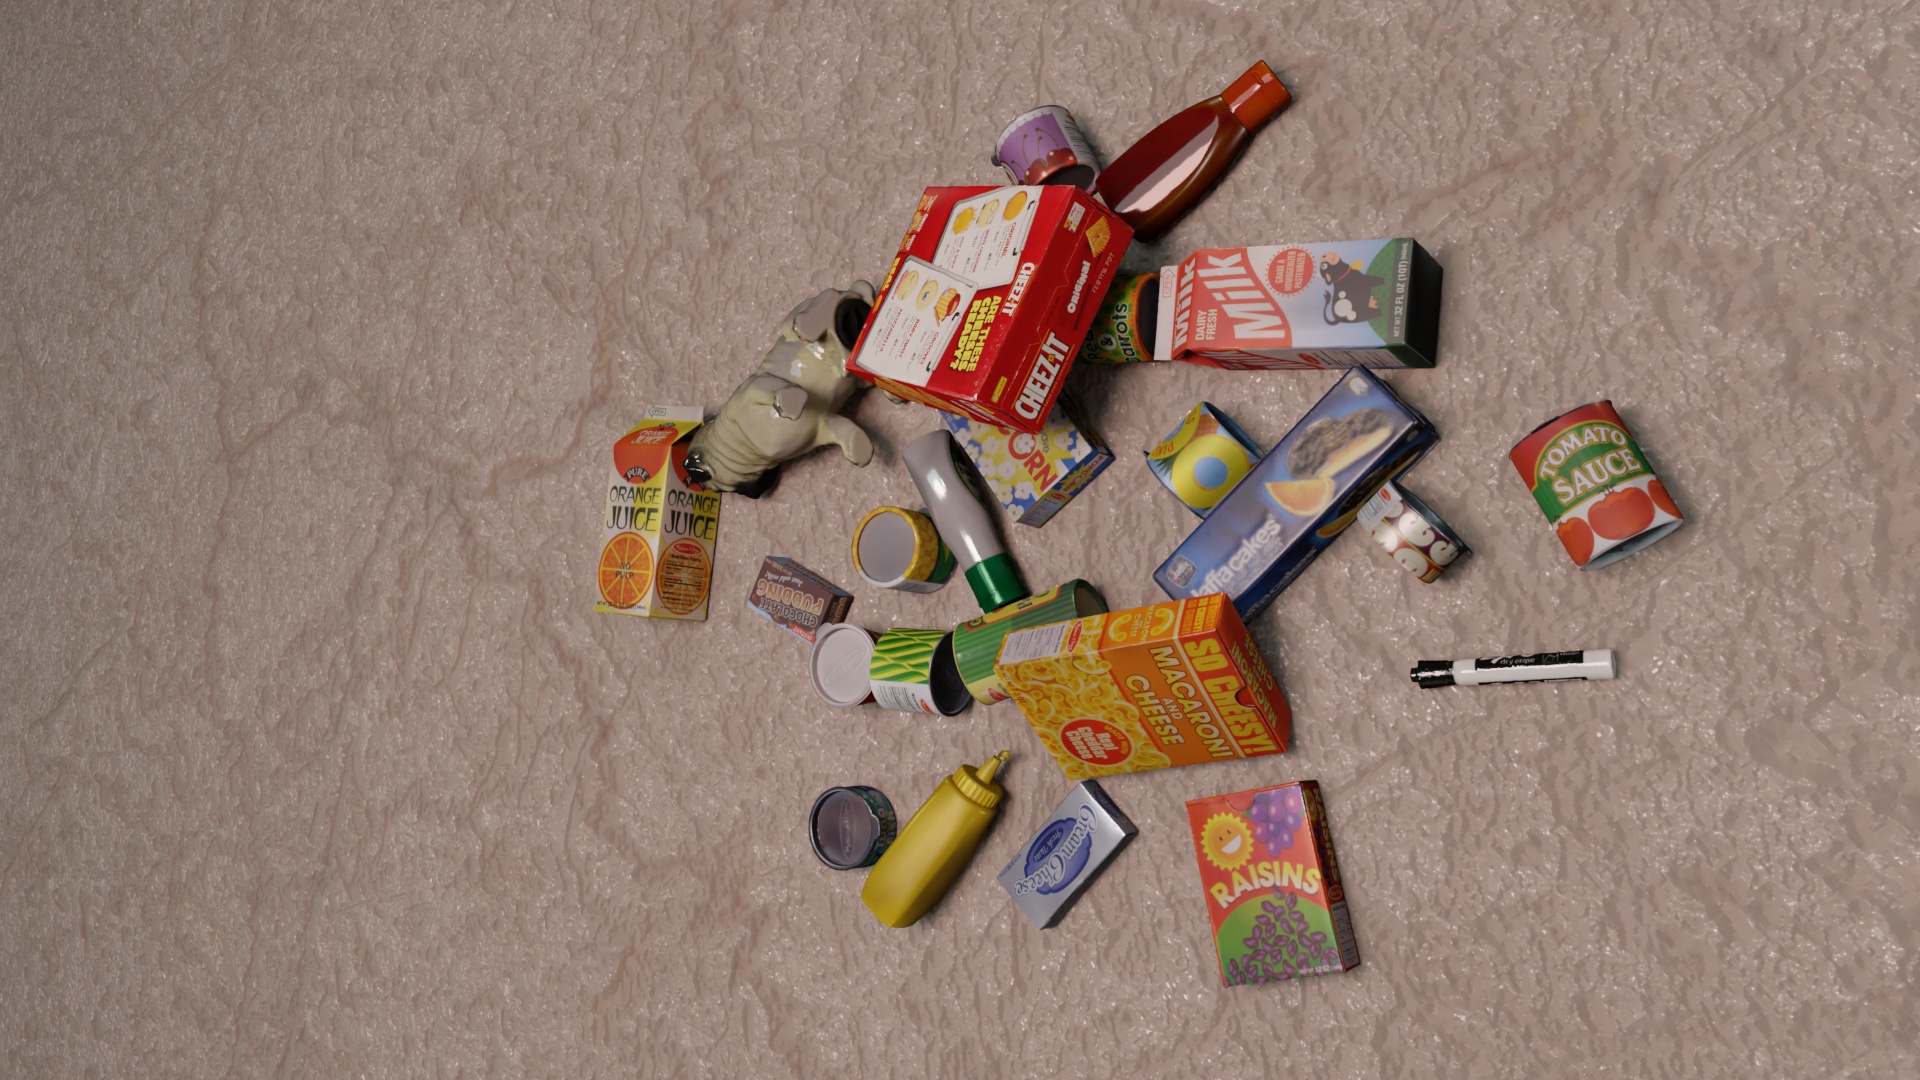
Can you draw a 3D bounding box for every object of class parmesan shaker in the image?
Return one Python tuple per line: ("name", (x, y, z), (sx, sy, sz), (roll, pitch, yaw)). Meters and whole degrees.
("parmesan shaker", (0.056, 0.075, 1.028), (0.103, 0.071, 0.071), (-23, 72, 24))

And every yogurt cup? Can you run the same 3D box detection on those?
("yogurt cup", (-0.080, 0.101, 1.117), (0.072, 0.054, 0.072), (-5, 81, 32))

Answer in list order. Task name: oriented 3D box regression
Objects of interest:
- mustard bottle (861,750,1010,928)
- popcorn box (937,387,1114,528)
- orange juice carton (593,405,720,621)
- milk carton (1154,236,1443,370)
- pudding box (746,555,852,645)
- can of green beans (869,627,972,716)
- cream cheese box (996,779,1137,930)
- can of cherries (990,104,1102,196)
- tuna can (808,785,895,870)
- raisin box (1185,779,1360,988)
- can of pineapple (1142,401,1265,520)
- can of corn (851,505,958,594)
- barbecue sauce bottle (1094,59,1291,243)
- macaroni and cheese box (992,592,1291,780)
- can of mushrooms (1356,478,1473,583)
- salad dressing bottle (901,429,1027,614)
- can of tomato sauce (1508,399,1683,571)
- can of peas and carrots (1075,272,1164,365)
("mustard bottle", (-0.011, 0.220, 1.054), (0.049, 0.065, 0.160), (39, 98, 25))
("popcorn box", (0.048, -0.085, 1.072), (0.085, 0.038, 0.127), (-43, 63, 20))
("orange juice carton", (-0.267, -0.027, 1.243), (0.072, 0.073, 0.192), (3, 84, 33))
("milk carton", (0.222, -0.159, 0.950), (0.190, 0.073, 0.072), (3, 85, 33))
("pudding box", (-0.137, 0.051, 1.175), (0.084, 0.030, 0.049), (28, 99, 32))
("can of green beans", (-0.029, 0.101, 1.078), (0.058, 0.071, 0.071), (1, 84, 33))
("cream cheese box", (0.078, 0.230, 1.017), (0.053, 0.024, 0.103), (46, 108, 27))
("can of cherries", (0.066, -0.290, 1.073), (0.071, 0.071, 0.058), (-35, 68, 24))
("tuna can", (-0.085, 0.230, 1.115), (0.071, 0.033, 0.071), (-5, 81, 32))
("raisin box", (0.206, 0.228, 0.926), (0.086, 0.040, 0.123), (-18, 73, 30))
("can of pineapple", (0.171, -0.057, 0.971), (0.057, 0.071, 0.071), (-47, 62, 18))
("can of corn", (-0.044, 0.005, 1.106), (0.071, 0.058, 0.071), (-5, 81, 32))
("barbecue sauce bottle", (0.172, -0.288, 1.019), (0.148, 0.044, 0.065), (-38, 65, 22))
("macaroni and cheese box", (0.124, 0.104, 0.950), (0.166, 0.123, 0.040), (-13, 36, 31))
("can of mushrooms", (0.291, -0.004, 0.890), (0.033, 0.071, 0.071), (-49, 62, 18))
("salad dressing bottle", (0.004, -0.014, 1.079), (0.044, 0.064, 0.148), (-27, 77, 4))
("can of tomato sauce", (0.381, -0.033, 0.833), (0.071, 0.071, 0.083), (-33, 68, 25))
("can of peas and carrots", (0.116, -0.161, 1.020), (0.058, 0.071, 0.071), (2, 84, 32))
